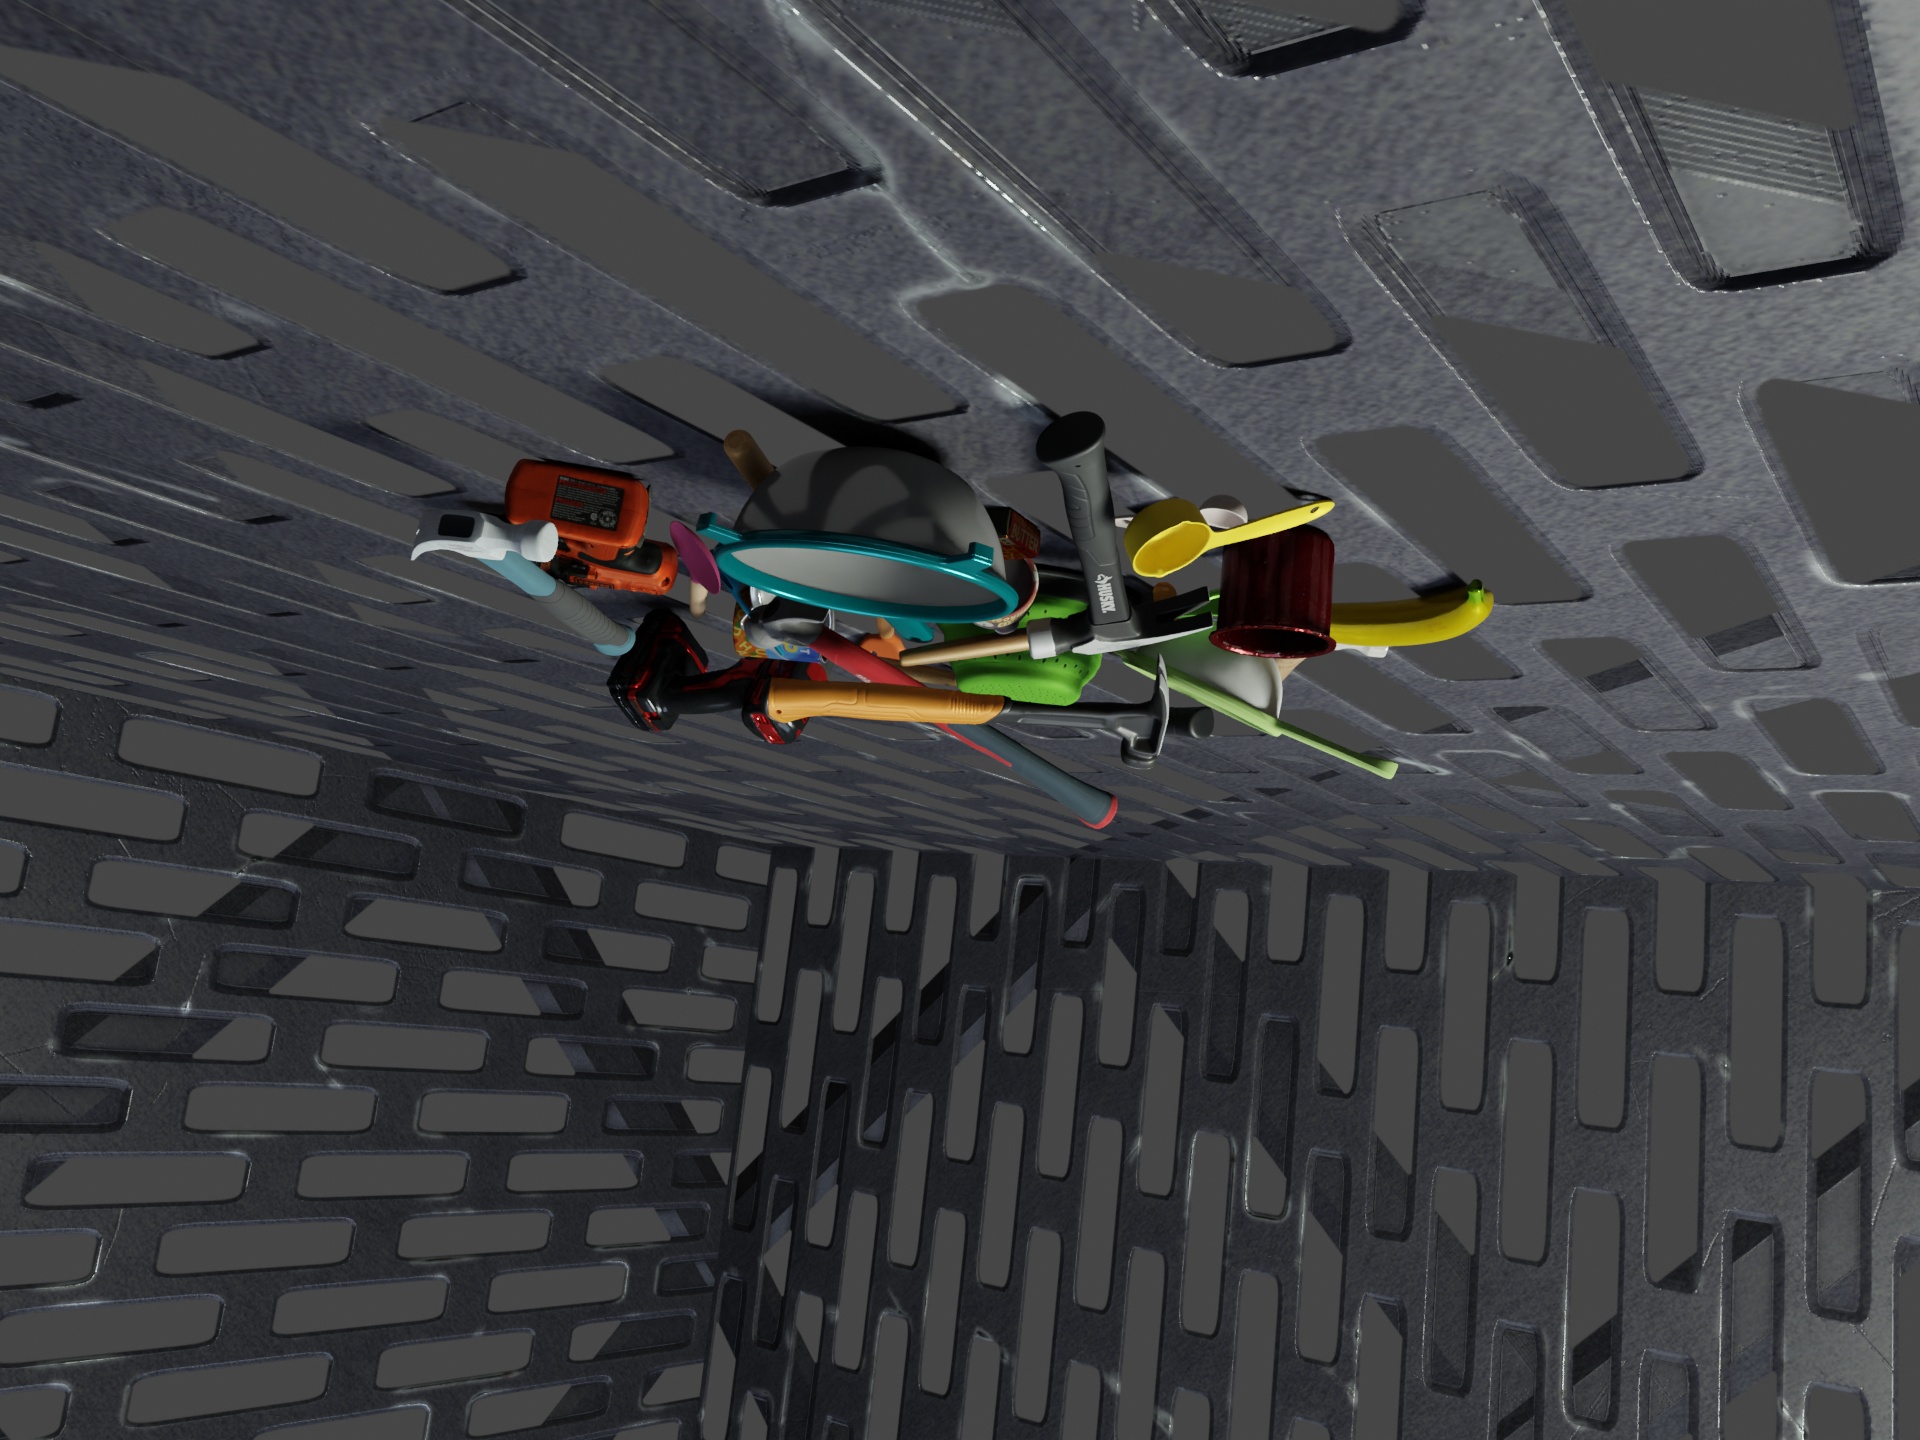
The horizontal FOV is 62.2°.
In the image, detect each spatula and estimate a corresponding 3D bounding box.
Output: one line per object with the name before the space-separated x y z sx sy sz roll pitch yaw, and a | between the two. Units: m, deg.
spatula | -0.077 -0.084 1.539 0.081 0.041 0.322 30 169 5

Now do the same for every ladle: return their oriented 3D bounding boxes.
ladle | -0.099 -0.057 1.577 0.069 0.031 0.316 20 174 -39

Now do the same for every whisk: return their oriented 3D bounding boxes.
whisk | -0.129 -0.160 1.189 0.047 0.051 0.244 -16 162 5

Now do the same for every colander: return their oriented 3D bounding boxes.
colander | 0.110 -0.049 1.468 0.204 0.094 0.396 -3 166 43

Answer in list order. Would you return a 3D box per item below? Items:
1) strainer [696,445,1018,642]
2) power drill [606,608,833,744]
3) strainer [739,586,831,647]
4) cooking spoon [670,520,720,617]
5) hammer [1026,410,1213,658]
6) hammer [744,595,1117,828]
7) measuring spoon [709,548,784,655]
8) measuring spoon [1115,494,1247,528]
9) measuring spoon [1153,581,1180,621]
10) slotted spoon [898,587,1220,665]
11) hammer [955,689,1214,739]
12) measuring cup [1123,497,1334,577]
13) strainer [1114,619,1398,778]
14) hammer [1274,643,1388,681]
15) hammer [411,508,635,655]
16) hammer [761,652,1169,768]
strainer | -0.051 -0.127 1.161 0.211 0.095 0.340 7 174 8
power drill | -0.228 -0.050 1.580 0.220 0.143 0.078 4 143 29
strainer | -0.103 -0.118 1.377 0.258 0.050 0.086 -13 115 47
cooking spoon | -0.236 -0.126 1.435 0.017 0.069 0.319 -37 -179 -12
hammer | 0.102 -0.124 1.127 0.146 0.035 0.334 -8 160 7
hammer | -0.002 -0.004 1.407 0.386 0.038 0.143 31 161 -25
measuring spoon | -0.184 -0.106 1.407 0.042 0.021 0.128 36 164 50
measuring spoon | 0.154 -0.149 1.137 0.034 0.018 0.124 25 167 -39
measuring spoon | 0.180 -0.102 1.382 0.021 0.011 0.116 1 165 11
slotted spoon | 0.104 -0.076 1.313 0.313 0.031 0.070 -9 -169 -1
hammer | 0.101 -0.011 1.588 0.149 0.036 0.409 -5 -174 -34
measuring cup | 0.181 -0.136 1.074 0.156 0.029 0.062 -16 153 -19
strainer | 0.258 -0.028 1.329 0.256 0.069 0.151 26 -178 34
hammer | 0.298 -0.051 1.522 0.130 0.031 0.331 6 170 -1
hammer | -0.336 -0.106 1.296 0.128 0.033 0.330 8 169 9
hammer | 0.003 -0.014 1.315 0.337 0.034 0.127 3 145 1
